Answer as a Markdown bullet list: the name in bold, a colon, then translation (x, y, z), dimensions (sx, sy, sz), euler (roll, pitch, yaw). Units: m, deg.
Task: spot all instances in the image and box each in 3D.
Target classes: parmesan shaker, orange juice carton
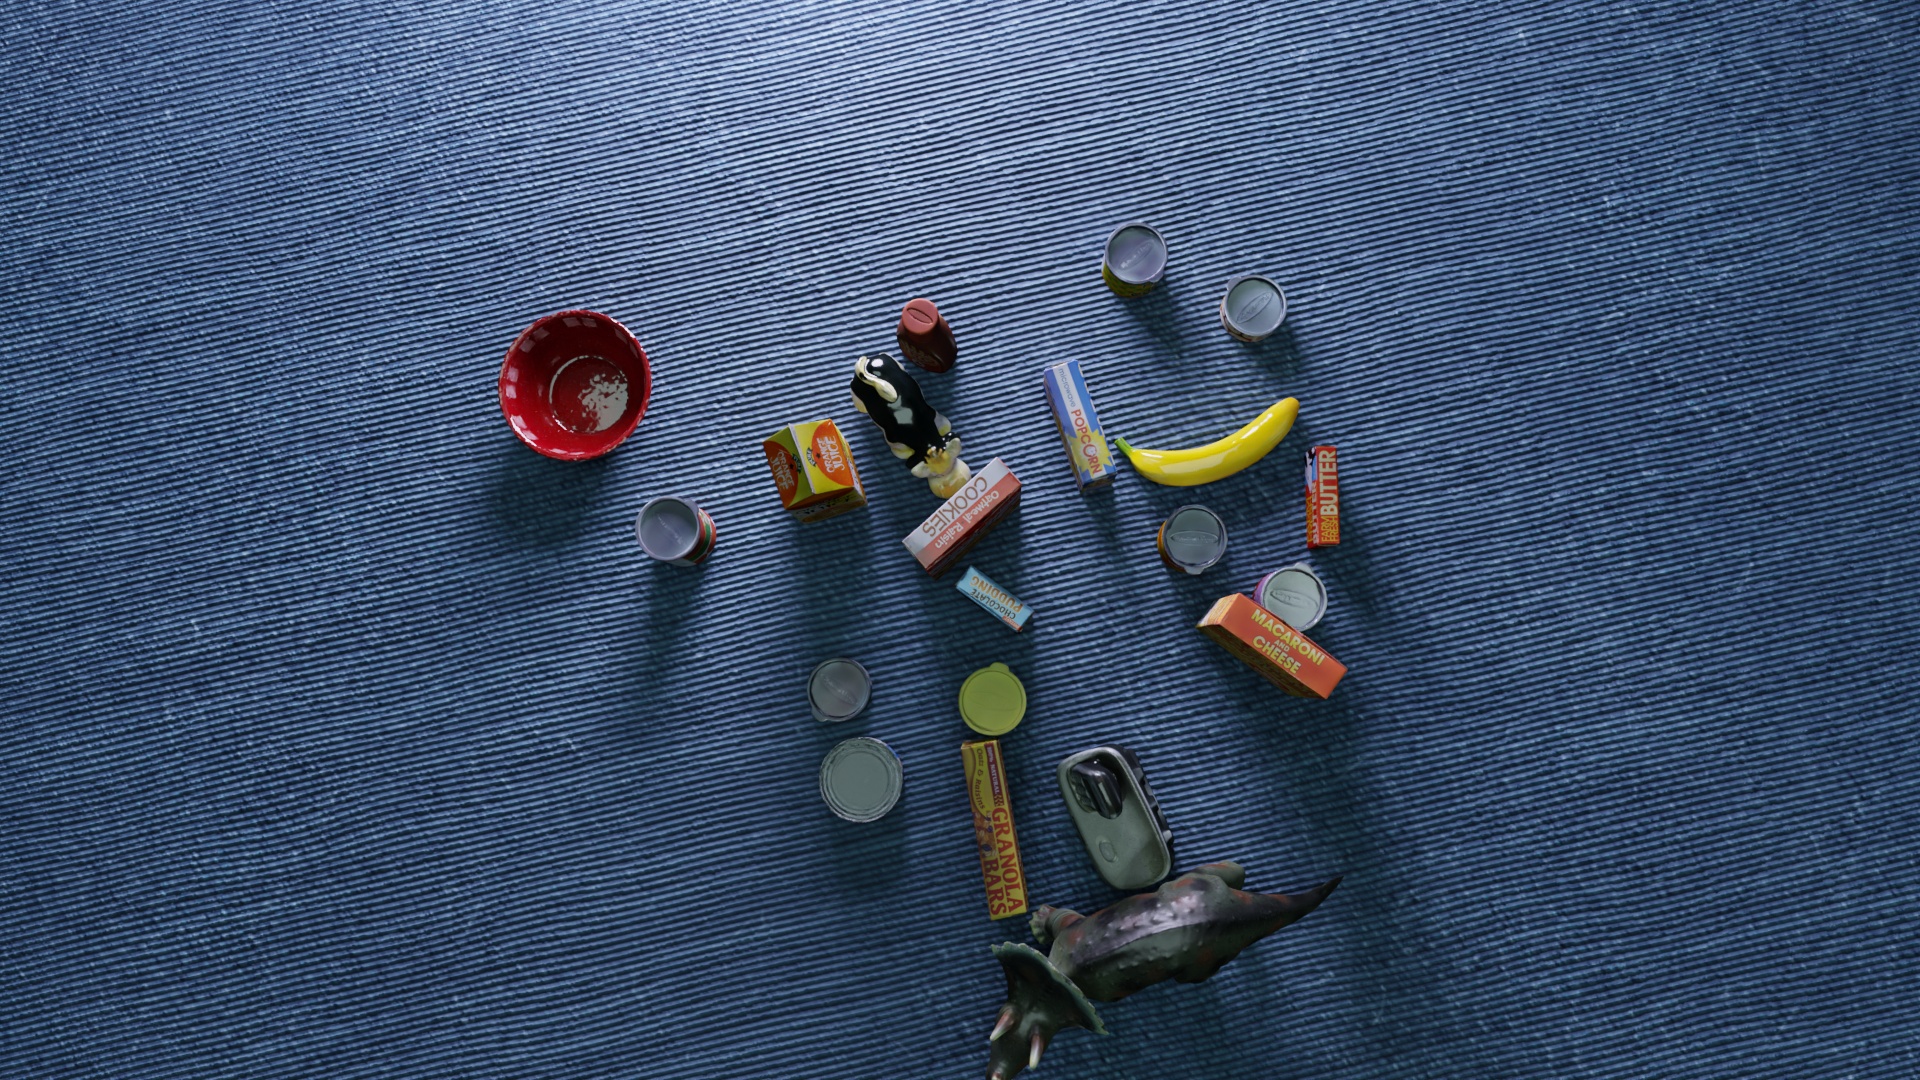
- **parmesan shaker**: translation (0.033, 0.158, 1.400), dimensions (0.071, 0.103, 0.071), euler (0, 84, 2)
- **orange juice carton**: translation (-0.145, -0.068, 1.384), dimensions (0.073, 0.192, 0.072), euler (-19, 84, 0)

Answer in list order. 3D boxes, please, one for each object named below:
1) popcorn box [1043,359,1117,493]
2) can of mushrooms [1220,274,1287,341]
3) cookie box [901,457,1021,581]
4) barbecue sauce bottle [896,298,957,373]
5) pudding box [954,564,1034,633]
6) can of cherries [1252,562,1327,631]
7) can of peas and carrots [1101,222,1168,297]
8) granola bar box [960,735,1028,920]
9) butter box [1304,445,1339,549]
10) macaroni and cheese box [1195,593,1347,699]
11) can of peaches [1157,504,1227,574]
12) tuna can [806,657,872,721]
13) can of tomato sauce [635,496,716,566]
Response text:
- **popcorn box**: translation (0.122, -0.117, 1.435), dimensions (0.038, 0.085, 0.127), euler (-19, 84, 0)
- **can of mushrooms**: translation (0.308, -0.247, 1.469), dimensions (0.071, 0.033, 0.071), euler (0, 84, 2)
- **cookie box**: translation (0.005, -0.017, 1.387), dimensions (0.123, 0.167, 0.040), euler (-42, 85, -2)
- **barbecue sauce bottle**: translation (-0.036, -0.211, 1.418), dimensions (0.065, 0.148, 0.043), euler (30, 86, 4)
- **pudding box**: translation (0.035, 0.062, 1.437), dimensions (0.084, 0.049, 0.030), euler (36, 87, 5)
- **can of cherries**: translation (0.338, 0.059, 1.423), dimensions (0.071, 0.058, 0.071), euler (0, 84, 2)
- **can of peas and carrots**: translation (0.185, -0.293, 1.465), dimensions (0.071, 0.058, 0.071), euler (0, 84, 2)
- **granola bar box**: translation (0.034, 0.279, 1.376), dimensions (0.039, 0.124, 0.165), euler (-10, 84, 1)
- **butter box**: translation (0.373, -0.043, 1.436), dimensions (0.024, 0.053, 0.103), euler (-1, 84, 2)
- **macaroni and cheese box**: translation (0.301, 0.104, 1.365), dimensions (0.124, 0.166, 0.040), euler (36, 87, 5)
- **can of peaches**: translation (0.238, 0.002, 1.432), dimensions (0.071, 0.058, 0.071), euler (0, 84, 2)
- **tuna can**: translation (-0.126, 0.156, 1.440), dimensions (0.071, 0.033, 0.071), euler (0, 84, 2)
- **can of tomato sauce**: translation (-0.292, -0.010, 1.437), dimensions (0.071, 0.083, 0.071), euler (0, 84, 2)
